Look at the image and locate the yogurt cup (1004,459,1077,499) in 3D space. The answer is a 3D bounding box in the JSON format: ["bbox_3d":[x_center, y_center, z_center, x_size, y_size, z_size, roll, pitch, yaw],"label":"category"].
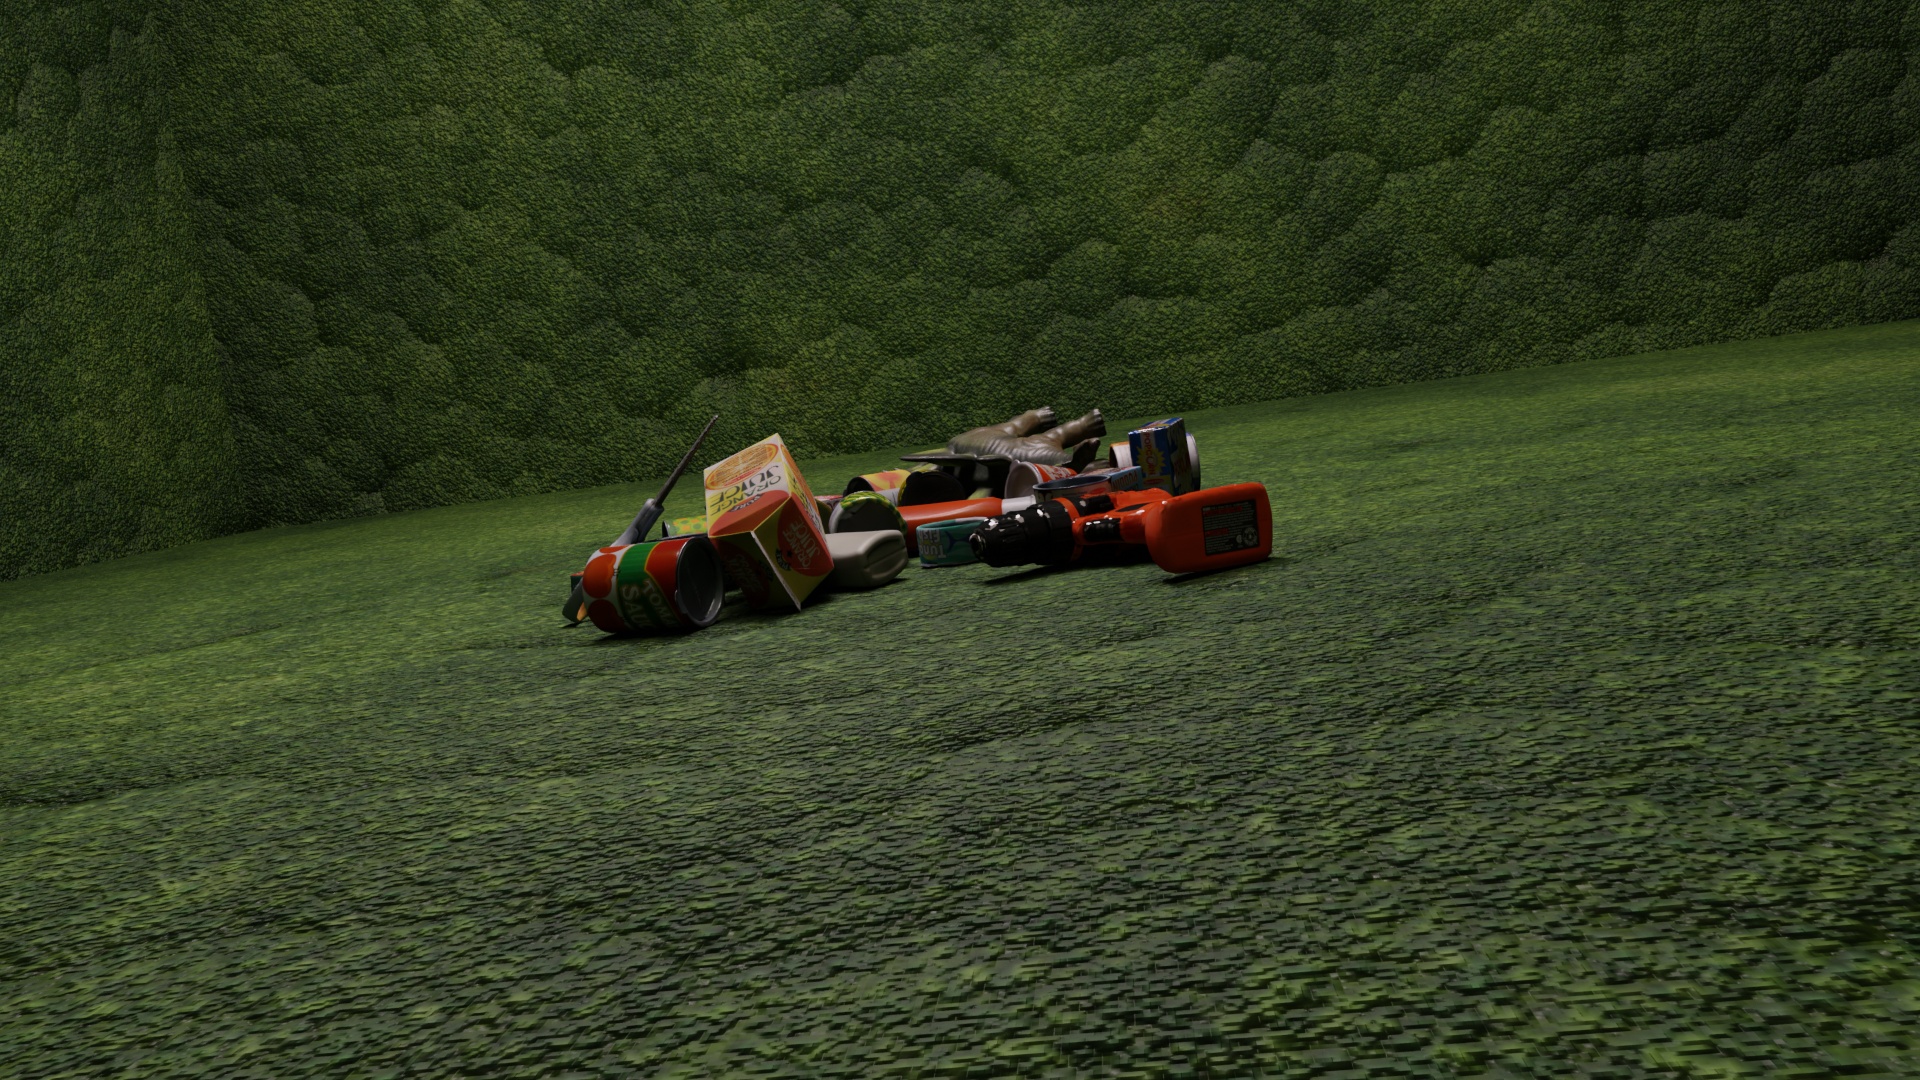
[{"bbox_3d":[0.082,-0.042,1.333,0.054,0.072,0.072,-2,3,-30],"label":"yogurt cup"}]

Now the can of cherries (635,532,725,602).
[{"bbox_3d":[-0.224,0.027,1.120,0.071,0.058,0.071,-8,6,1],"label":"can of cherries"}]

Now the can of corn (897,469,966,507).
[{"bbox_3d":[-0.032,-0.041,1.414,0.071,0.071,0.058,-8,6,-7],"label":"can of corn"}]

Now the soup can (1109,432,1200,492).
[{"bbox_3d":[0.203,-0.074,1.455,0.084,0.071,0.071,-8,7,-2],"label":"soup can"}]

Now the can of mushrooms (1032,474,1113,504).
[{"bbox_3d":[0.095,-0.034,1.160,0.071,0.033,0.071,-9,9,1],"label":"can of mushrooms"}]

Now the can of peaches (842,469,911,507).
[{"bbox_3d":[-0.082,-0.040,1.474,0.058,0.071,0.071,-12,8,-36],"label":"can of peaches"}]

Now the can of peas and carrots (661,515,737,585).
[{"bbox_3d":[-0.227,0.011,1.217,0.059,0.071,0.071,-9,7,-18],"label":"can of peas and carrots"}]

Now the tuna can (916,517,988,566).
[{"bbox_3d":[-0.006,0.001,1.195,0.071,0.032,0.071,-7,6,1],"label":"tuna can"}]

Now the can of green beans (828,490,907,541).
[{"bbox_3d":[-0.082,-0.009,1.220,0.071,0.071,0.058,-8,7,-6],"label":"can of green beans"}]

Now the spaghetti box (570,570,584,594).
[{"bbox_3d":[-0.295,0.025,1.336,0.050,0.028,0.250,-7,7,13],"label":"spaghetti box"}]

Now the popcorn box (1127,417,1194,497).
[{"bbox_3d":[0.197,-0.072,1.353,0.038,0.085,0.127,-7,7,18],"label":"popcorn box"}]

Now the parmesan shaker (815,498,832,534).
[{"bbox_3d":[-0.157,-0.015,1.335,0.071,0.071,0.103,-9,7,-12],"label":"parmesan shaker"}]

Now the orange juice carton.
[{"bbox_3d":[-0.153,-0.011,1.102,0.073,0.071,0.193,-27,26,0],"label":"orange juice carton"}]

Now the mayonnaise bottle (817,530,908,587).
[{"bbox_3d":[-0.116,0.017,1.153,0.148,0.041,0.065,-4,16,39],"label":"mayonnaise bottle"}]

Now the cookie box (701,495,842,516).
[{"bbox_3d":[-0.224,-0.018,1.558,0.123,0.040,0.168,-2,9,39],"label":"cookie box"}]

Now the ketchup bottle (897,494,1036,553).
[{"bbox_3d":[0.005,-0.016,1.279,0.149,0.043,0.065,-6,7,9],"label":"ketchup bottle"}]

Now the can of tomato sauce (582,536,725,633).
[{"bbox_3d":[-0.228,0.035,1.029,0.083,0.071,0.071,-6,7,21],"label":"can of tomato sauce"}]

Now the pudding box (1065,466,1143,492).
[{"bbox_3d":[0.123,-0.045,1.230,0.049,0.030,0.084,-2,9,34],"label":"pudding box"}]
